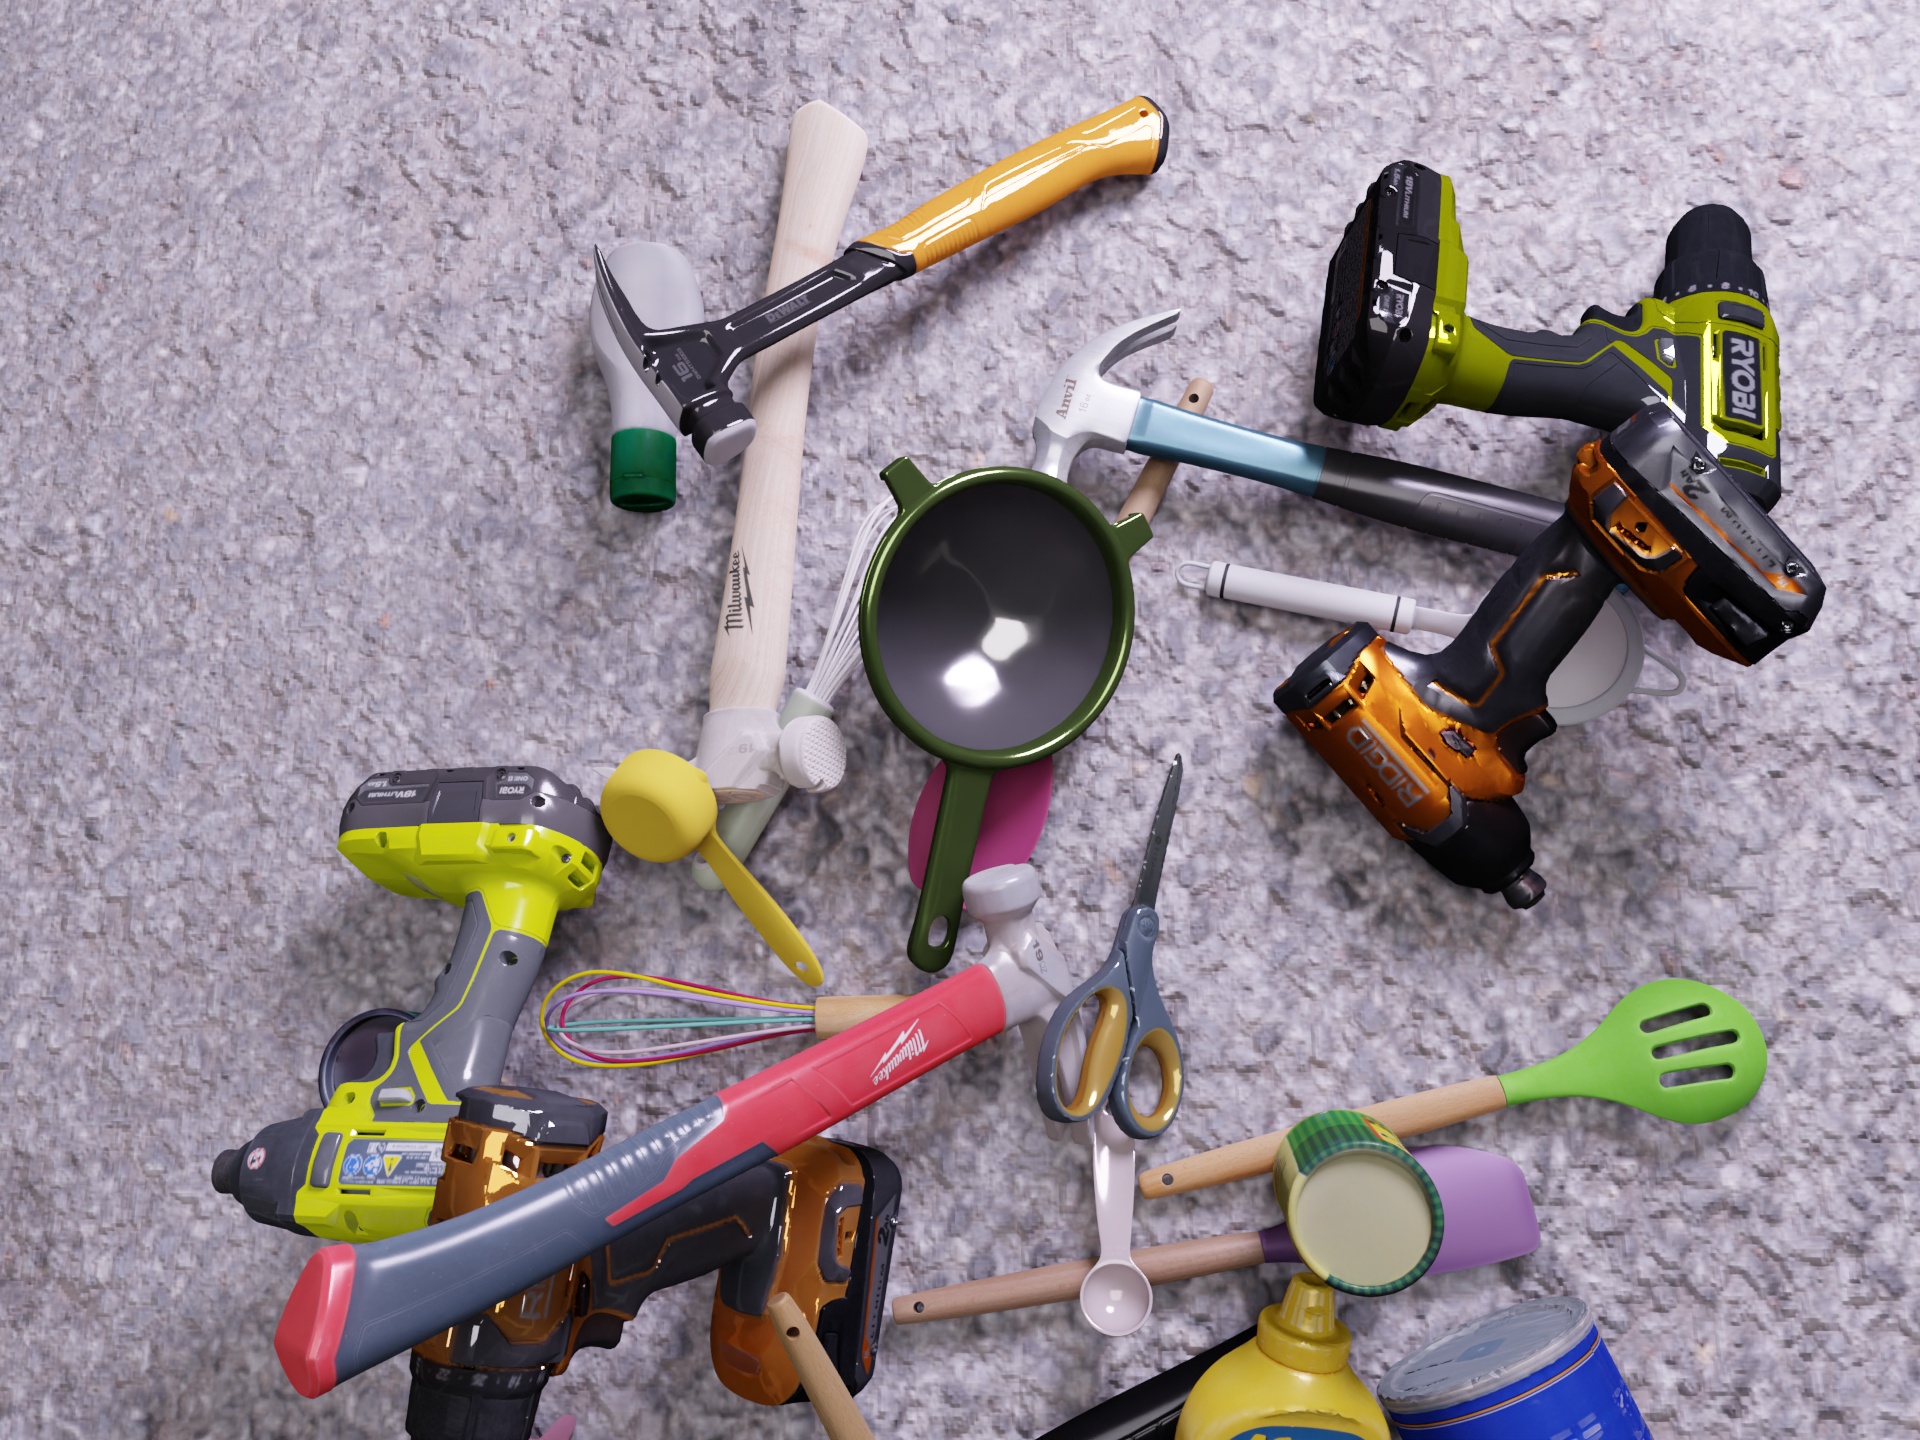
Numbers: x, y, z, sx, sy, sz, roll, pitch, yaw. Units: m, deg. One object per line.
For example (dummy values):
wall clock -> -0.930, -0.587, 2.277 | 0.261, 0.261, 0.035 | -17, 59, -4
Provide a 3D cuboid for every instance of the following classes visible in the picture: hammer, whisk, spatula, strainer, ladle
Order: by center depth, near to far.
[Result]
hammer -> -0.088, 0.186, 0.670 | 0.386, 0.038, 0.143 | -19, 97, -42
ladle -> -0.012, 0.393, 0.711 | 0.069, 0.031, 0.315 | -27, 97, -11
hammer -> 0.024, 0.360, 0.758 | 0.335, 0.035, 0.146 | -27, 77, -1
spatula -> 0.121, 0.260, 0.779 | 0.316, 0.018, 0.060 | -12, 67, 2
whisk -> -0.095, 0.150, 0.813 | 0.245, 0.051, 0.047 | -2, 72, 2
strainer -> -0.001, -0.003, 0.814 | 0.151, 0.069, 0.256 | 9, 96, -26
strainer -> 0.238, -0.055, 0.826 | 0.258, 0.050, 0.086 | 13, 120, 14
hammer -> 0.202, -0.126, 0.836 | 0.331, 0.033, 0.128 | 16, 80, 4
whisk -> -0.073, -0.017, 0.849 | 0.058, 0.059, 0.246 | 26, 84, 48
hammer -> -0.028, -0.263, 0.856 | 0.337, 0.034, 0.127 | -32, 78, -18
hammer -> -0.109, -0.155, 0.872 | 0.146, 0.038, 0.411 | -6, 69, 33

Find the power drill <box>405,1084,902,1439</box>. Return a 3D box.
power drill -> -0.137, 0.263, 0.699 | 0.084, 0.226, 0.185 | -2, 74, 43

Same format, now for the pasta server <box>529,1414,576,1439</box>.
pasta server -> -0.227, 0.499, 0.759 | 0.060, 0.040, 0.316 | 6, 82, 7

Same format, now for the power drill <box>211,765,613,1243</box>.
power drill -> -0.263, 0.139, 0.777 | 0.171, 0.080, 0.223 | -3, 59, 15

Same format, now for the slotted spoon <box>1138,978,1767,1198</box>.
slotted spoon -> 0.240, 0.190, 0.778 | 0.314, 0.031, 0.070 | -16, 68, 4

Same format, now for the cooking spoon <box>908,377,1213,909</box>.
cooking spoon -> 0.062, -0.046, 0.852 | 0.069, 0.017, 0.319 | 25, 82, 18

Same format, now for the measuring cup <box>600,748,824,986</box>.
measuring cup -> -0.124, 0.083, 0.806 | 0.062, 0.029, 0.156 | -29, 105, 35

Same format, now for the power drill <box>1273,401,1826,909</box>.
power drill -> 0.284, -0.021, 0.756 | 0.226, 0.084, 0.164 | -42, 86, 27

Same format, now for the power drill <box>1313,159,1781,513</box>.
power drill -> 0.308, -0.205, 0.815 | 0.228, 0.080, 0.191 | 13, 66, -4

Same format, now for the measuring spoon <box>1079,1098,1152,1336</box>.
measuring spoon -> 0.076, 0.238, 0.780 | 0.034, 0.018, 0.124 | -2, 58, 8
